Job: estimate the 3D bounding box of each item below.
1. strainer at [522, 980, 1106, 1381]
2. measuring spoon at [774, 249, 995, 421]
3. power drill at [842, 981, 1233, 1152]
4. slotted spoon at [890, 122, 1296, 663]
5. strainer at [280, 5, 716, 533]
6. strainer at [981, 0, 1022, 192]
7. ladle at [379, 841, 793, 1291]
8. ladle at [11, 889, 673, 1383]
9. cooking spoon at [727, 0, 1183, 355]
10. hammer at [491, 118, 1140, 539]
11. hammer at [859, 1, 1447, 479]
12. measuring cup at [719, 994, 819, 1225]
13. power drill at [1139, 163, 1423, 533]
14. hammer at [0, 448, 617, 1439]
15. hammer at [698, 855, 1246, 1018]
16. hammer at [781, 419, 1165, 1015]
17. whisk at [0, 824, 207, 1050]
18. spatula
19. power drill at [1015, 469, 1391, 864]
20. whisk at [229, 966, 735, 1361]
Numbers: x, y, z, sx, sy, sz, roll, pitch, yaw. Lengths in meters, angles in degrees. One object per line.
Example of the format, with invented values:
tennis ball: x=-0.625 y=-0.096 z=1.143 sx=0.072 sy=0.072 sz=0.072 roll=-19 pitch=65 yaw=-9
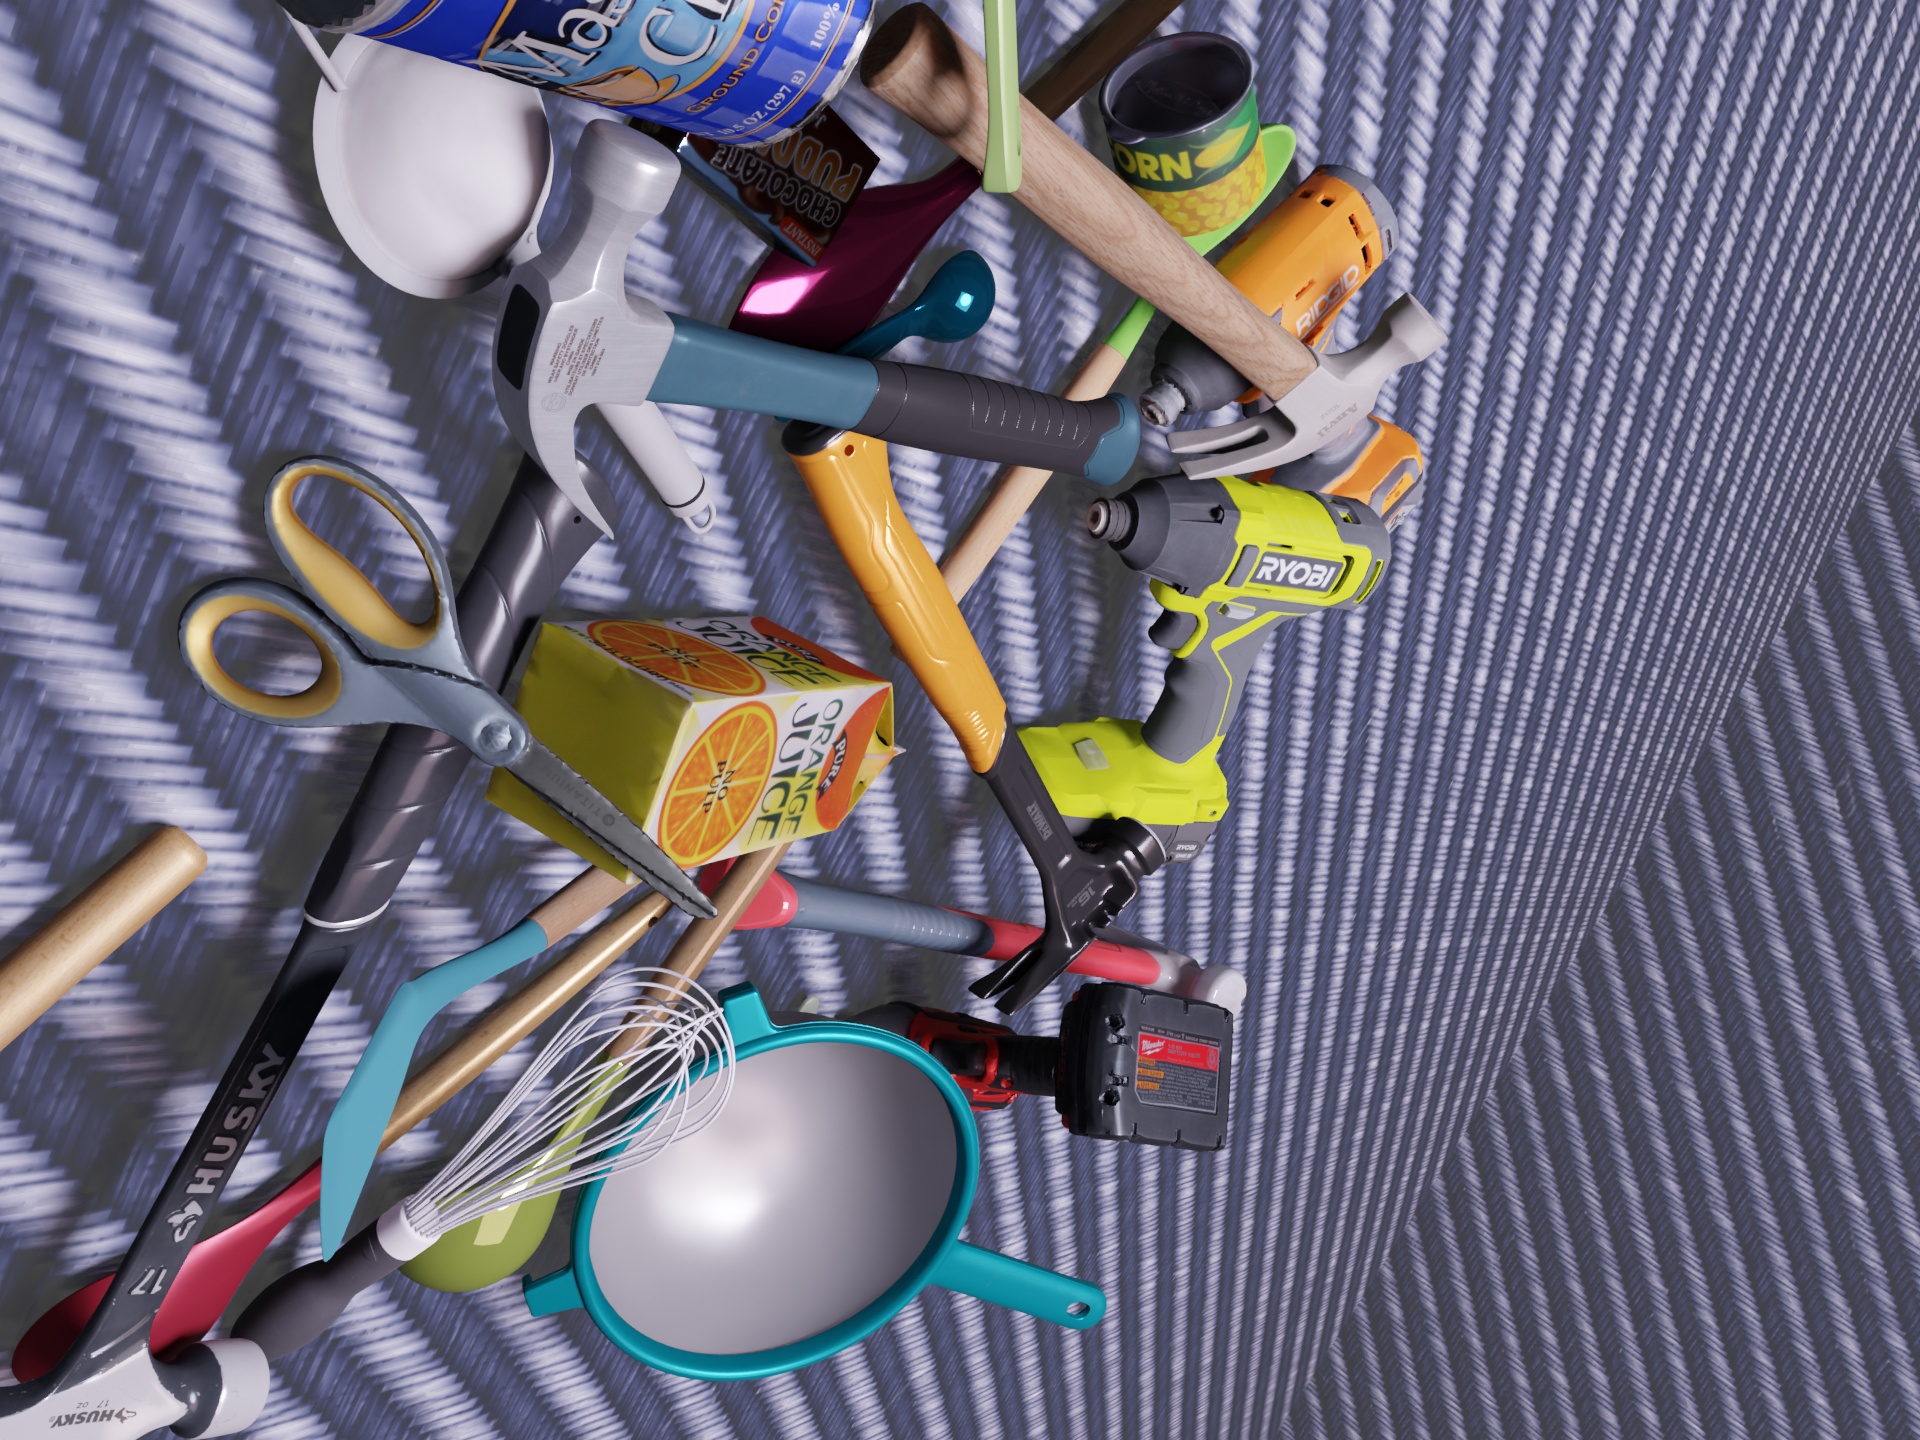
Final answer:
strainer: x=-0.057 y=0.256 z=0.862 sx=0.340 sy=0.095 sz=0.211 roll=31 pitch=97 yaw=-33
measuring spoon: x=-0.026 y=-0.152 z=0.656 sx=0.128 sy=0.021 sz=0.042 roll=-42 pitch=161 yaw=-31
power drill: x=0.031 y=0.191 z=0.893 sx=0.143 sy=0.220 sz=0.079 roll=20 pitch=70 yaw=-42
slotted spoon: x=0.059 y=-0.159 z=0.773 sx=0.314 sy=0.031 sz=0.070 roll=-55 pitch=162 yaw=3
strainer: x=-0.132 y=-0.138 z=0.534 sx=0.087 sy=0.050 sz=0.258 roll=-61 pitch=154 yaw=-18
strainer: x=-0.017 y=-0.289 z=0.498 sx=0.152 sy=0.069 sz=0.256 roll=-78 pitch=167 yaw=-45
ladle: x=-0.150 y=0.125 z=0.731 sx=0.320 sy=0.062 sz=0.078 roll=-55 pitch=157 yaw=-4
ladle: x=-0.246 y=0.173 z=0.679 sx=0.315 sy=0.031 sz=0.069 roll=-40 pitch=145 yaw=-26
cooking spoon: x=0.021 y=-0.242 z=0.655 sx=0.319 sy=0.017 sz=0.068 roll=-46 pitch=147 yaw=-13
hammer: x=-0.030 y=-0.123 z=0.603 sx=0.331 sy=0.033 sz=0.128 roll=-2 pitch=132 yaw=-51
hammer: x=0.081 y=-0.196 z=0.684 sx=0.130 sy=0.031 sz=0.331 roll=-41 pitch=140 yaw=25
measuring cup: x=-0.101 y=0.231 z=0.904 sx=0.083 sy=0.038 sz=0.167 roll=-6 pitch=126 yaw=-50
power drill: x=0.176 y=-0.166 z=0.874 sx=0.164 sy=0.084 sz=0.226 roll=-45 pitch=143 yaw=-12
hammer: x=-0.235 y=0.082 z=0.572 sx=0.149 sy=0.036 sz=0.409 roll=27 pitch=92 yaw=-56
hammer: x=0.001 y=0.118 z=0.904 sx=0.386 sy=0.143 sz=0.038 roll=19 pitch=89 yaw=-45
hammer: x=-0.001 y=-0.002 z=0.747 sx=0.127 sy=0.034 sz=0.336 roll=-43 pitch=130 yaw=-18
whisk: x=-0.338 y=0.126 z=0.500 sx=0.245 sy=0.047 sz=0.051 roll=-46 pitch=146 yaw=-20
spatula: x=-0.146 y=0.080 z=0.643 sx=0.317 sy=0.044 sz=0.082 roll=-40 pitch=155 yaw=-48
power drill: x=0.110 y=-0.030 z=0.858 sx=0.171 sy=0.080 sz=0.223 roll=4 pitch=127 yaw=-29
whisk: x=-0.204 y=0.191 z=0.652 sx=0.284 sy=0.070 sz=0.070 roll=-36 pitch=151 yaw=16
